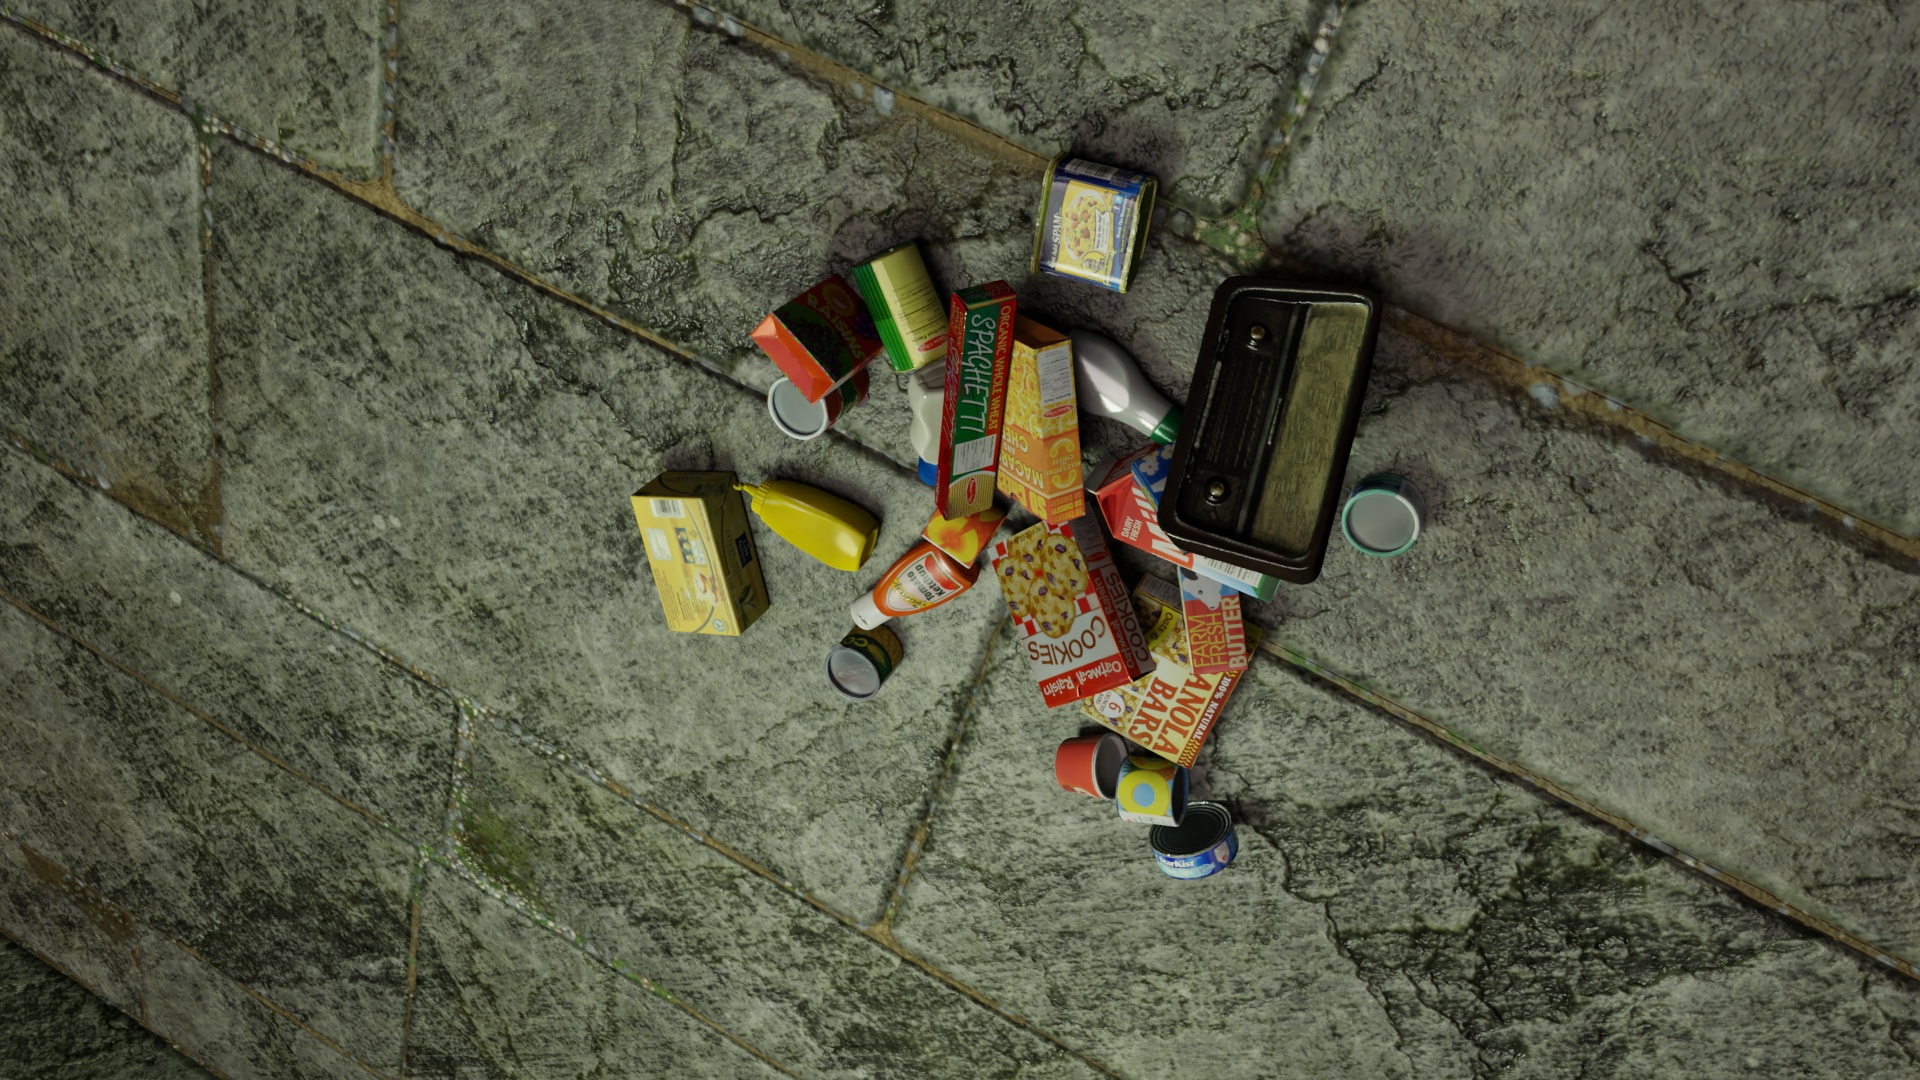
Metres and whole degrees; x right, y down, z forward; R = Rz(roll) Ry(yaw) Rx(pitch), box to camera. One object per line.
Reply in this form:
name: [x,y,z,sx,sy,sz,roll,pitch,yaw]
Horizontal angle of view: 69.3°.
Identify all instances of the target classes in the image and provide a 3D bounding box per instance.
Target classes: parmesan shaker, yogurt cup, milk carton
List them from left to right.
parmesan shaker: [-0.047,-0.214,1.258,0.071,0.072,0.102,-13,110,32]
yogurt cup: [0.133,0.230,1.417,0.054,0.073,0.072,-4,115,37]
milk carton: [0.205,-0.026,1.231,0.191,0.073,0.073,23,124,13]

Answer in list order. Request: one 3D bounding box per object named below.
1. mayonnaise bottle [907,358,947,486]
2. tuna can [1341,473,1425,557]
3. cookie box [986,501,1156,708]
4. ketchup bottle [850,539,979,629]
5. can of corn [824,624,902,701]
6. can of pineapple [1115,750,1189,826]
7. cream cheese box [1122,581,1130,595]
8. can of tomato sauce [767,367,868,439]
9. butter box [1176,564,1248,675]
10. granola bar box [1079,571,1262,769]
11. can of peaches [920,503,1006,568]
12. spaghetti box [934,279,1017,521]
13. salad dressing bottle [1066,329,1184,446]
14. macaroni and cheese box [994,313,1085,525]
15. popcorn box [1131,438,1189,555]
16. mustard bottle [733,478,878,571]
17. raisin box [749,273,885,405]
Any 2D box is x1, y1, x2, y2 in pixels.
mayonnaise bottle: [-0.018,-0.106,1.286,0.041,0.065,0.147,61,160,27]
tuna can: [0.357,-0.020,1.182,0.071,0.033,0.070,12,121,20]
cookie box: [0.101,0.063,1.299,0.122,0.040,0.167,-29,80,51]
ketchup bottle: [-0.051,0.047,1.418,0.148,0.044,0.064,-31,105,36]
can of corn: [-0.104,0.126,1.479,0.071,0.058,0.070,12,122,20]
can of pineapple: [0.194,0.250,1.396,0.058,0.071,0.070,2,118,25]
cream cheese box: [0.116,0.060,1.333,0.053,0.024,0.103,57,138,19]
can of tomato sauce: [-0.135,-0.140,1.329,0.071,0.083,0.070,12,121,21]
butter box: [0.230,0.069,1.264,0.053,0.024,0.103,-8,82,8]
granola bar box: [0.200,0.128,1.340,0.124,0.039,0.164,27,125,11]
can of peaches: [0.005,-0.017,1.339,0.058,0.071,0.071,36,127,4]
spaghetti box: [0.012,-0.118,1.216,0.029,0.050,0.248,56,154,37]
salad dressing bottle: [0.147,-0.126,1.222,0.148,0.044,0.064,36,120,3]
macaroni and cheese box: [0.058,-0.112,1.235,0.124,0.040,0.165,39,141,56]
popcorn box: [0.219,-0.056,1.167,0.127,0.038,0.085,-29,71,-5]
mustard bottle: [-0.163,-0.027,1.428,0.160,0.049,0.065,27,125,11]
raisin box: [-0.124,-0.186,1.273,0.086,0.124,0.040,47,126,-4]
